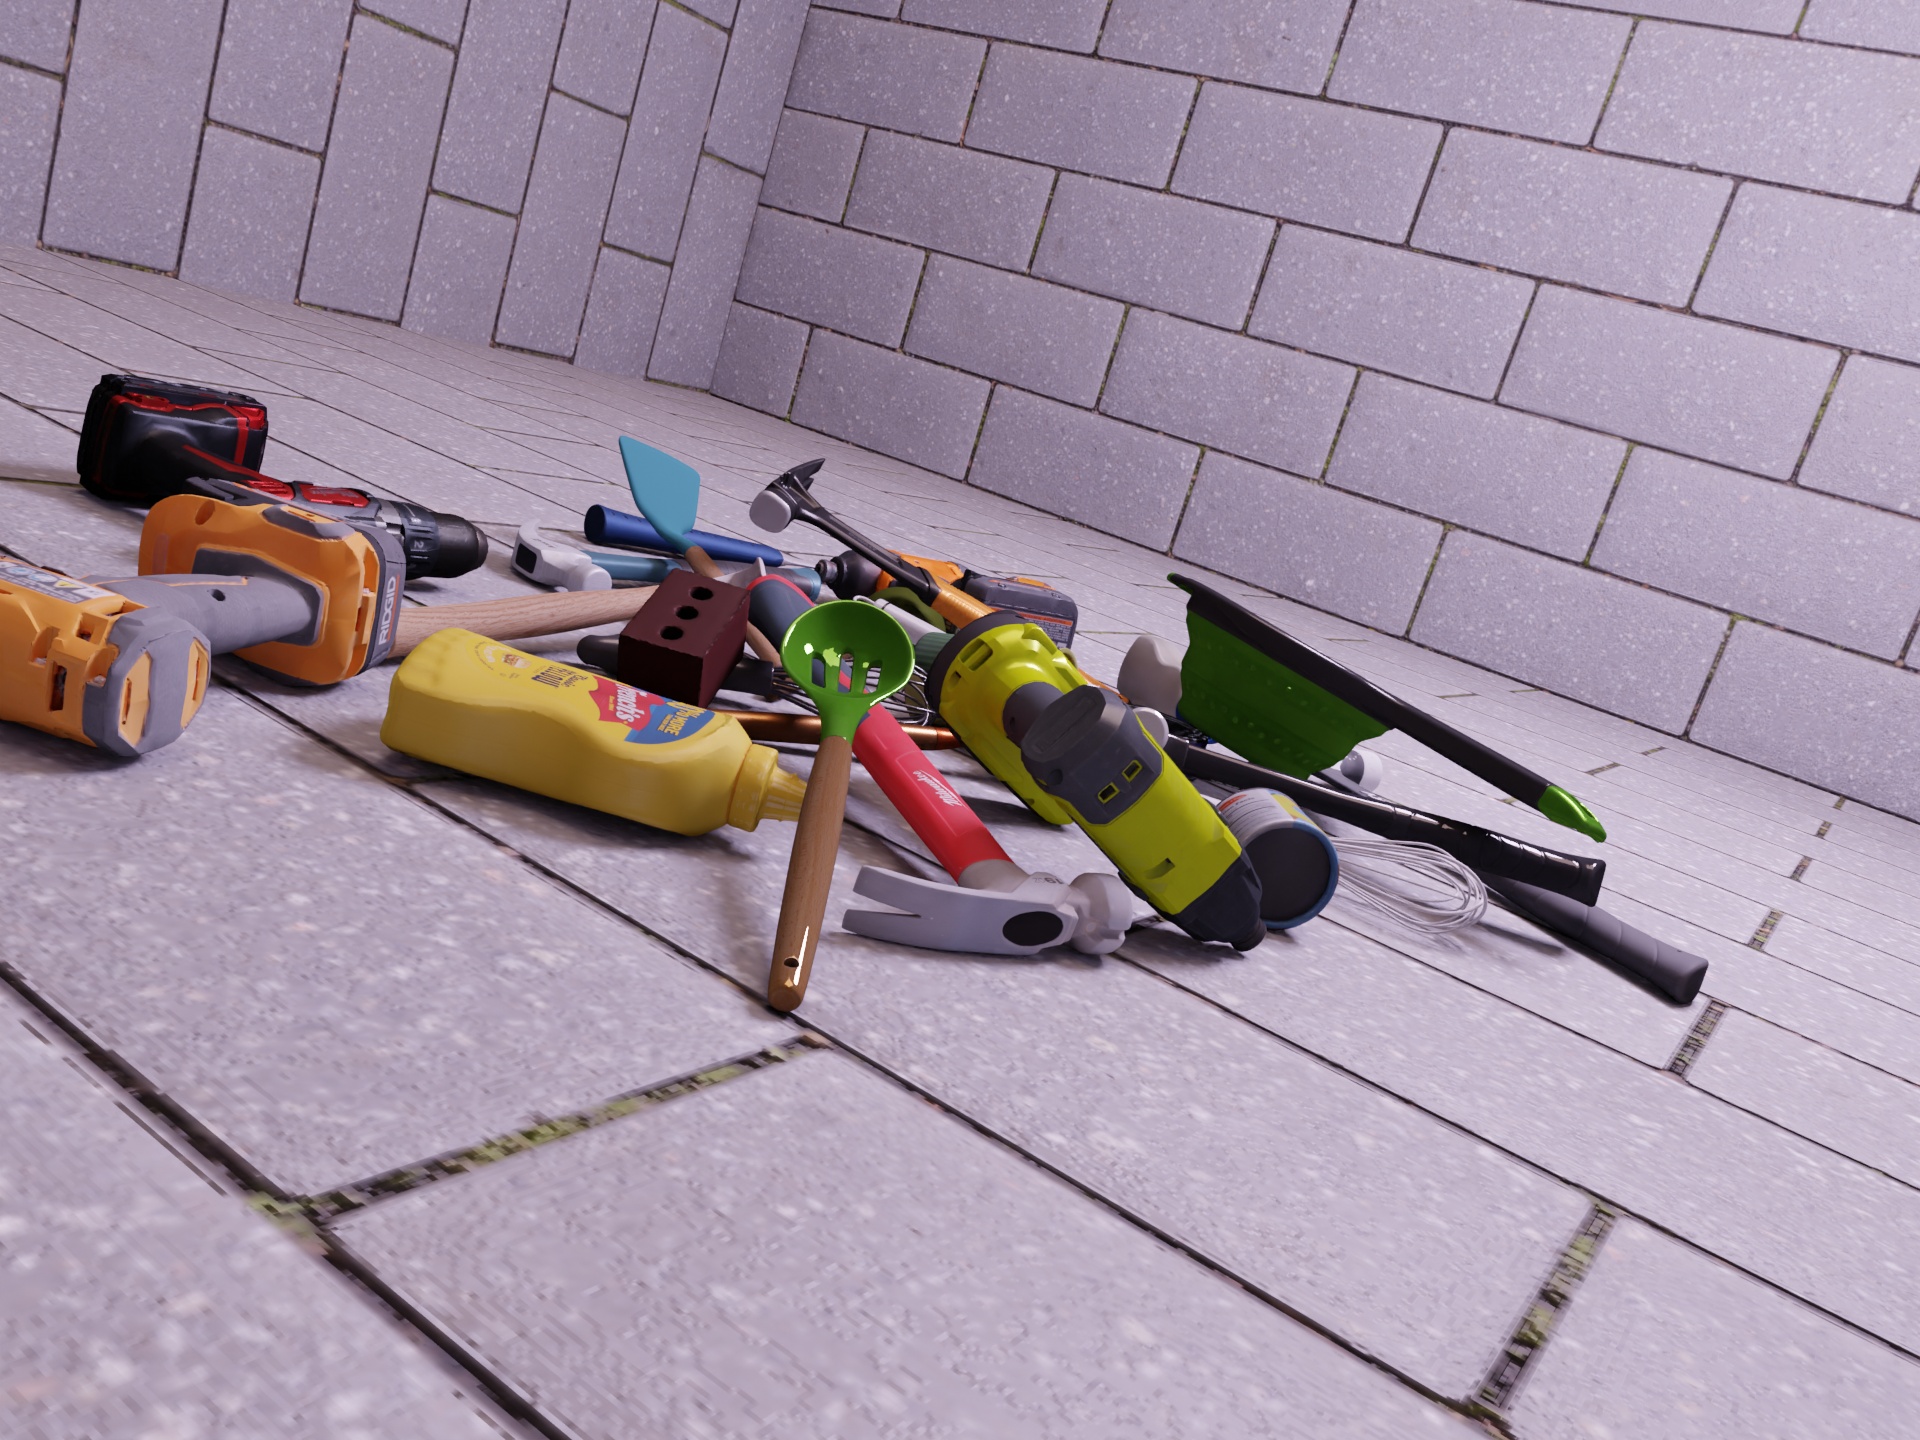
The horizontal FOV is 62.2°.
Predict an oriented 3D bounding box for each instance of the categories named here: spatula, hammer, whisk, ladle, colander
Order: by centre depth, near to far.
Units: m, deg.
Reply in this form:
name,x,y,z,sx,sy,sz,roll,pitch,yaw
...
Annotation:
name,x,y,z,sx,sy,sz,roll,pitch,yaw
hammer,-0.061,0.006,0.859,0.143,0.038,0.387,8,22,-31
spatula,-0.041,0.019,0.978,0.322,0.041,0.081,5,15,-31
hammer,-0.236,-0.069,0.997,0.130,0.031,0.331,-9,4,30
whisk,0.209,0.077,1.005,0.246,0.059,0.058,18,42,23
whisk,-0.123,-0.025,1.009,0.239,0.055,0.055,9,14,-14
hammer,0.260,0.060,1.052,0.335,0.035,0.146,17,-6,5
colander,0.271,0.017,1.122,0.204,0.094,0.397,25,9,-39
hammer,0.366,0.097,1.155,0.149,0.036,0.409,9,15,-30
ladle,-0.083,-0.048,1.193,0.078,0.062,0.320,24,20,10
spatula,-0.193,-0.126,1.228,0.082,0.044,0.318,23,18,-41
hammer,-0.007,-0.096,1.270,0.337,0.034,0.127,34,25,-1
hammer,-0.228,-0.121,1.308,0.128,0.033,0.331,26,15,31
hammer,-0.165,-0.154,1.531,0.405,0.035,0.144,7,16,-39

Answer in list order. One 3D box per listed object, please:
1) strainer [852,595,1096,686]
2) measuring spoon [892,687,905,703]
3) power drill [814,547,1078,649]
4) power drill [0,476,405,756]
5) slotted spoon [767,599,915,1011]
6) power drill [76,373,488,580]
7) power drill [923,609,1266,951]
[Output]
name,x,y,z,sx,sy,sz,roll,pitch,yaw
strainer,0.028,-0.033,1.160,0.258,0.050,0.087,28,42,16
measuring spoon,-0.002,-0.004,1.139,0.124,0.018,0.034,19,53,34
power drill,-0.020,-0.106,1.425,0.164,0.084,0.227,7,12,-36
power drill,-0.383,-0.057,0.716,0.185,0.084,0.226,17,17,7
slotted spoon,-0.062,0.026,0.722,0.070,0.031,0.314,8,29,-3
power drill,-0.441,-0.147,1.040,0.227,0.080,0.187,27,16,29
power drill,0.073,0.032,0.865,0.171,0.080,0.223,48,-1,-27
